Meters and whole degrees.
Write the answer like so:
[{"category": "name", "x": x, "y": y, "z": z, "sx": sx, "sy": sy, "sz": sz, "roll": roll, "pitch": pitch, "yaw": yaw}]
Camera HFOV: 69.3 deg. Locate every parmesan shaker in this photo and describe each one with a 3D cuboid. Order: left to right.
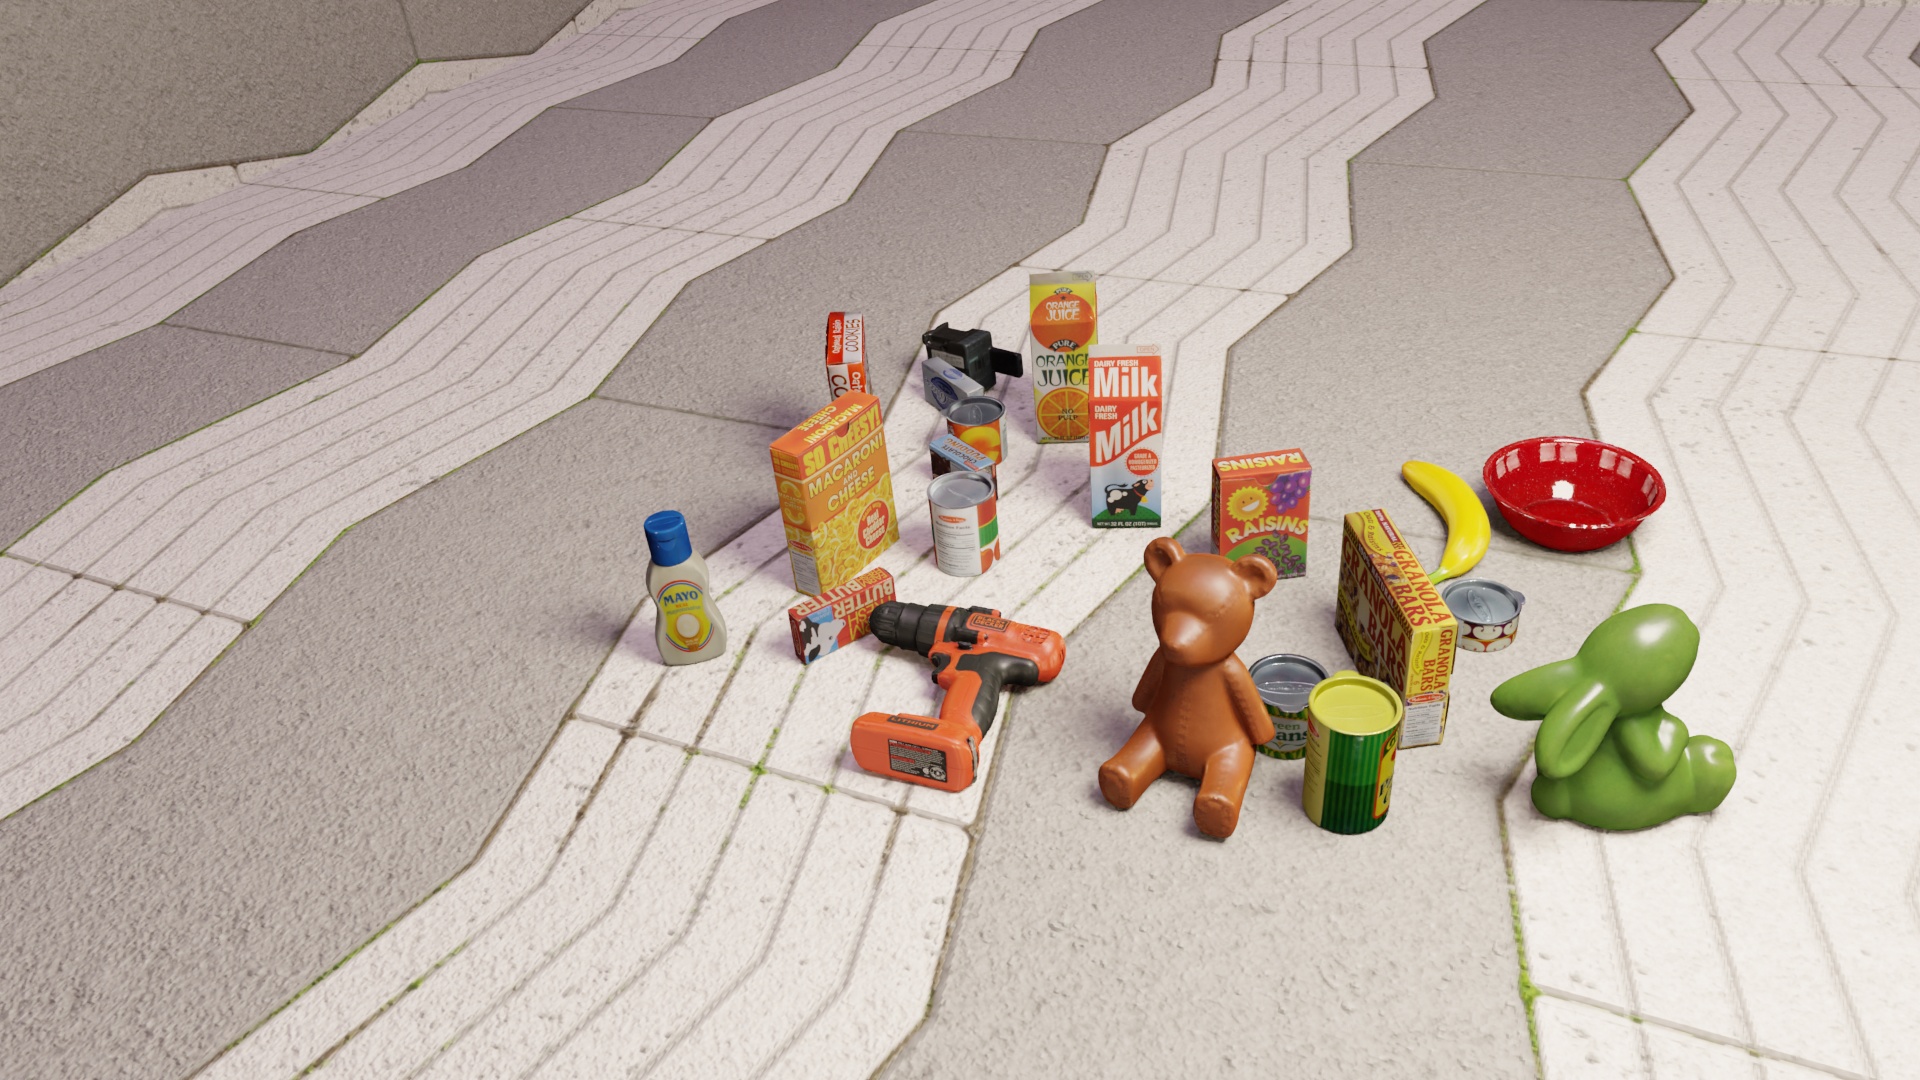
[{"category": "parmesan shaker", "x": 0.292, "y": 0.159, "z": 1.041, "sx": 0.071, "sy": 0.102, "sz": 0.072, "roll": -4, "pitch": 34, "yaw": 3}]

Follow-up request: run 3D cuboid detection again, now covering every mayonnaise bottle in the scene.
[{"category": "mayonnaise bottle", "x": -0.253, "y": 0.043, "z": 1.253, "sx": 0.065, "sy": 0.147, "sz": 0.041, "roll": -11, "pitch": 34, "yaw": -7}]

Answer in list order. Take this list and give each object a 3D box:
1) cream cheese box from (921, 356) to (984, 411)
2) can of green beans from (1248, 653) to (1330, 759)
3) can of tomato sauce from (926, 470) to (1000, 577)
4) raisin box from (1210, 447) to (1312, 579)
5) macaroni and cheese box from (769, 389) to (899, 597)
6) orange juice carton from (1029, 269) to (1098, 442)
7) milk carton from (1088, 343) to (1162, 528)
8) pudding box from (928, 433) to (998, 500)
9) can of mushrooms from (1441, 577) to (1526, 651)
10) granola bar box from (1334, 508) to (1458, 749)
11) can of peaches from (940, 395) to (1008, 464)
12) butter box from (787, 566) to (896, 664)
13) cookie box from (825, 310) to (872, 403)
[{"category": "cream cheese box", "x": -0.007, "y": -0.170, "z": 1.610, "sx": 0.024, "sy": 0.053, "sz": 0.104, "roll": -23, "pitch": 38, "yaw": -24}, {"category": "can of green beans", "x": 0.264, "y": 0.134, "z": 1.122, "sx": 0.071, "sy": 0.057, "sz": 0.071, "roll": -4, "pitch": 34, "yaw": 3}, {"category": "can of tomato sauce", "x": 0.005, "y": -0.017, "z": 1.359, "sx": 0.071, "sy": 0.082, "sz": 0.071, "roll": -4, "pitch": 34, "yaw": 3}, {"category": "raisin box", "x": 0.277, "y": -0.020, "z": 1.288, "sx": 0.086, "sy": 0.122, "sz": 0.040, "roll": -7, "pitch": 34, "yaw": -1}, {"category": "macaroni and cheese box", "x": -0.118, "y": -0.044, "z": 1.343, "sx": 0.040, "sy": 0.165, "sz": 0.124, "roll": 18, "pitch": 41, "yaw": 31}, {"category": "orange juice carton", "x": 0.115, "y": -0.206, "z": 1.522, "sx": 0.072, "sy": 0.191, "sz": 0.073, "roll": -1, "pitch": 34, "yaw": 7}, {"category": "milk carton", "x": 0.164, "y": -0.110, "z": 1.375, "sx": 0.072, "sy": 0.189, "sz": 0.074, "roll": -1, "pitch": 34, "yaw": 7}, {"category": "pudding box", "x": 0.003, "y": -0.074, "z": 1.472, "sx": 0.030, "sy": 0.049, "sz": 0.084, "roll": -26, "pitch": 39, "yaw": -27}, {"category": "can of mushrooms", "x": 0.456, "y": 0.065, "z": 1.215, "sx": 0.071, "sy": 0.033, "sz": 0.071, "roll": -4, "pitch": 34, "yaw": 3}, {"category": "granola bar box", "x": 0.356, "y": 0.070, "z": 1.143, "sx": 0.039, "sy": 0.123, "sz": 0.166, "roll": -7, "pitch": 34, "yaw": -1}, {"category": "can of peaches", "x": 0.016, "y": -0.118, "z": 1.528, "sx": 0.071, "sy": 0.057, "sz": 0.071, "roll": -4, "pitch": 34, "yaw": 3}, {"category": "butter box", "x": -0.107, "y": 0.068, "z": 1.278, "sx": 0.104, "sy": 0.052, "sz": 0.024, "roll": -26, "pitch": 39, "yaw": -26}, {"category": "cookie box", "x": -0.115, "y": -0.145, "z": 1.490, "sx": 0.040, "sy": 0.166, "sz": 0.123, "roll": -6, "pitch": 34, "yaw": 0}]
